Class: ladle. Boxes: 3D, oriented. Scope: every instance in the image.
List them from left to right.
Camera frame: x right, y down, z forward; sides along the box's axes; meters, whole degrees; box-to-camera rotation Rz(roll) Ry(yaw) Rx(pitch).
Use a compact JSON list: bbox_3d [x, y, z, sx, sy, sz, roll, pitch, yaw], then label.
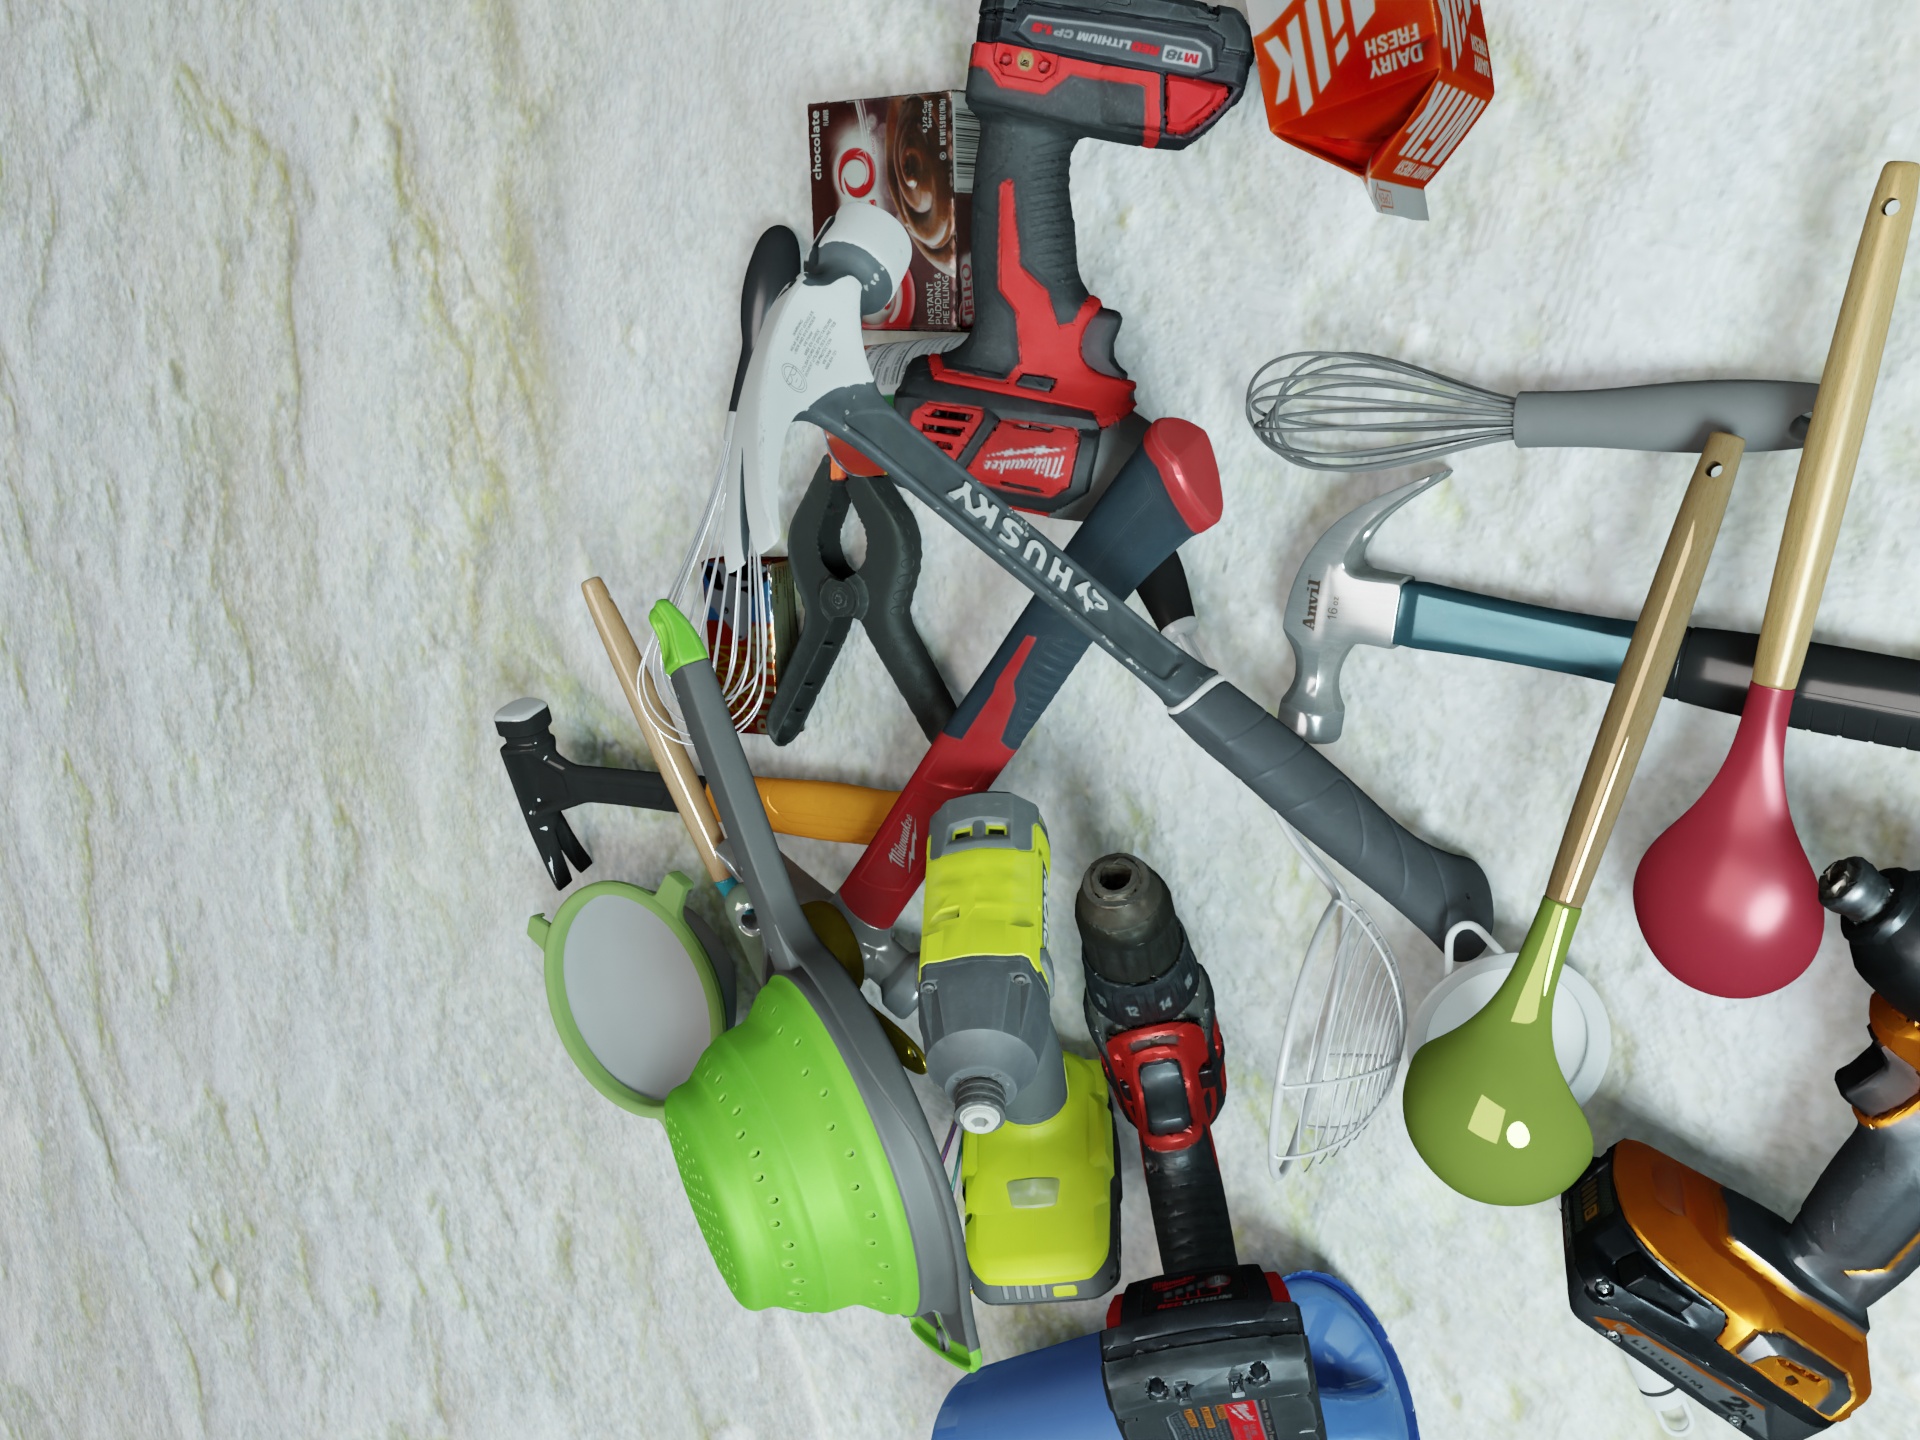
[{"bbox_3d":[0.250,0.046,0.628,0.078,0.062,0.320,22,103,33],"label":"ladle"},{"bbox_3d":[0.305,-0.038,0.581,0.069,0.031,0.315,16,110,32],"label":"ladle"}]

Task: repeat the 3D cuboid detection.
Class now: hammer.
[{"bbox_3d":[-0.133,0.054,0.936,0.337,0.034,0.127,3,119,31],"label":"hammer"},{"bbox_3d":[-0.001,-0.002,0.770,0.143,0.038,0.386,39,131,7],"label":"hammer"},{"bbox_3d":[0.079,-0.018,0.626,0.408,0.149,0.036,37,146,-24],"label":"hammer"},{"bbox_3d":[0.288,-0.021,0.634,0.331,0.033,0.128,14,110,31],"label":"hammer"}]

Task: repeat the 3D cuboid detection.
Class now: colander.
[{"bbox_3d":[-0.111,0.138,0.771,0.397,0.094,0.204,69,159,3],"label":"colander"}]

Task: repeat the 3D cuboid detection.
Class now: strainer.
[{"bbox_3d":[-0.165,0.213,0.986,0.151,0.069,0.256,-19,91,37],"label":"strainer"},{"bbox_3d":[0.265,0.200,0.699,0.087,0.050,0.258,-24,93,8],"label":"strainer"}]

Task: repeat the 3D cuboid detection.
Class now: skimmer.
[{"bbox_3d":[0.104,0.025,0.737,0.090,0.127,0.363,-30,76,17],"label":"skimmer"}]

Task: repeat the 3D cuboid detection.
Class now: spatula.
[{"bbox_3d":[-0.154,0.070,0.904,0.044,0.082,0.317,-20,101,10],"label":"spatula"}]

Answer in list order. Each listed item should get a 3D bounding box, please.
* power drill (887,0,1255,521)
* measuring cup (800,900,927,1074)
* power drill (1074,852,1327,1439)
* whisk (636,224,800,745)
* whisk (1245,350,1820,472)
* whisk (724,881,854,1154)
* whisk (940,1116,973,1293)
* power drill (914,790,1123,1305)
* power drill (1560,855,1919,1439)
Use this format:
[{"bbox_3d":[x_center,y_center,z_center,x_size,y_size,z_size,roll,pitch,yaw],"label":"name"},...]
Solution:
[{"bbox_3d":[0.054,-0.196,0.695,0.143,0.078,0.219,12,106,0],"label":"power drill"},{"bbox_3d":[-0.047,0.135,0.796,0.157,0.029,0.062,27,132,55],"label":"measuring cup"},{"bbox_3d":[0.092,0.186,0.686,0.080,0.227,0.187,-12,136,7],"label":"power drill"},{"bbox_3d":[-0.123,-0.126,0.861,0.070,0.070,0.284,13,96,32],"label":"whisk"},{"bbox_3d":[0.228,-0.125,0.644,0.239,0.055,0.055,6,105,29],"label":"whisk"},{"bbox_3d":[-0.077,0.197,0.901,0.058,0.059,0.246,-23,109,-5],"label":"whisk"},{"bbox_3d":[0.004,0.213,0.885,0.047,0.051,0.245,16,107,37],"label":"whisk"},{"bbox_3d":[0.024,0.168,0.747,0.080,0.171,0.223,-7,129,8],"label":"power drill"},{"bbox_3d":[0.331,0.157,0.595,0.164,0.084,0.226,35,120,-1],"label":"power drill"}]
